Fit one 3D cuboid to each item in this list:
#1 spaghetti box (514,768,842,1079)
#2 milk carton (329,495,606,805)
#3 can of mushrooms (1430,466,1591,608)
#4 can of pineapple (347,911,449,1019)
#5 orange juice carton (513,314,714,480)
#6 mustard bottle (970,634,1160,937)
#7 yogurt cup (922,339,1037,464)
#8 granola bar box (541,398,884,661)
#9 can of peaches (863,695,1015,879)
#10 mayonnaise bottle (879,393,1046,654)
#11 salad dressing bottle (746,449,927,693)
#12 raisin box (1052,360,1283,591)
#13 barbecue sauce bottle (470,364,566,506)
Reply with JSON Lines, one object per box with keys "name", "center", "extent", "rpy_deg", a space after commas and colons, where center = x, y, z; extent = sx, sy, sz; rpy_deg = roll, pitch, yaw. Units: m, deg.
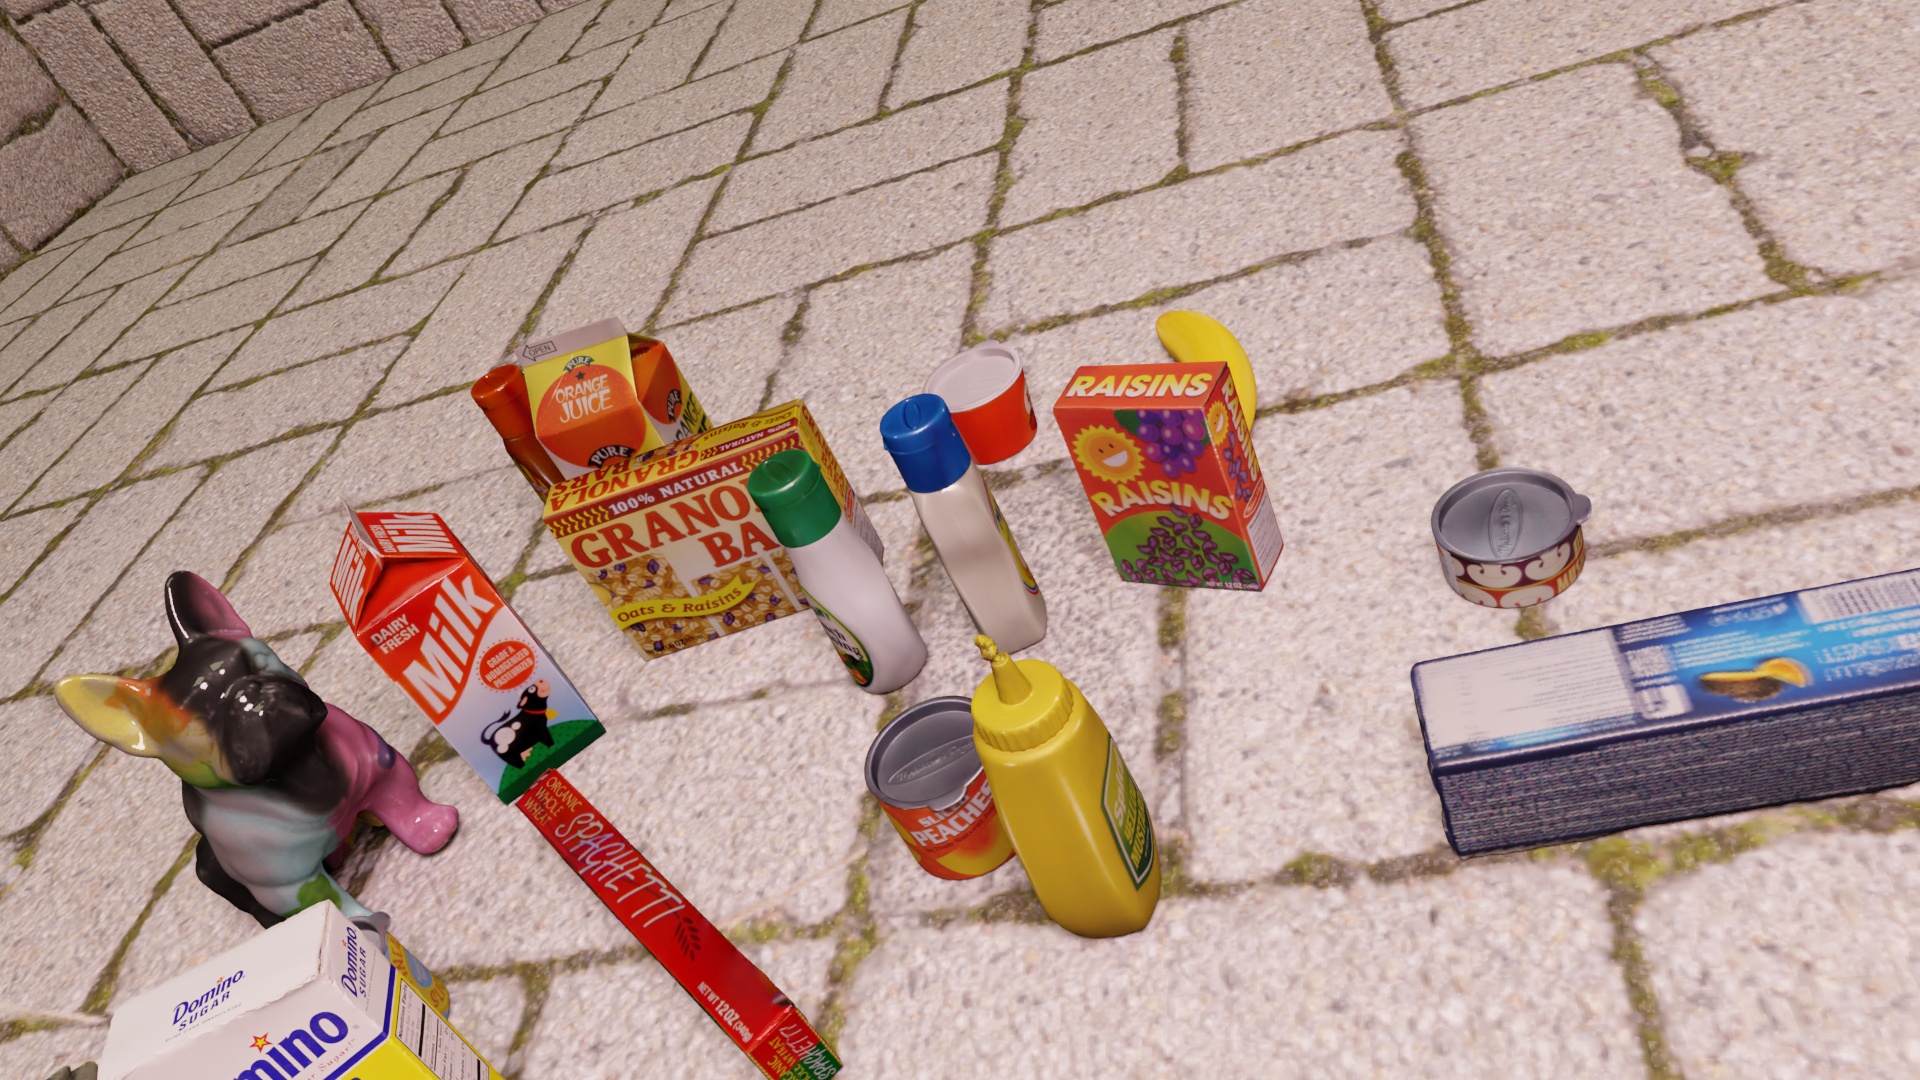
{"name": "spaghetti box", "center": [-0.144, 0.181, 0.667], "extent": [0.029, 0.050, 0.250], "rpy_deg": [-42, 39, -21]}
{"name": "milk carton", "center": [-0.291, 0.055, 0.795], "extent": [0.073, 0.189, 0.072], "rpy_deg": [-38, 37, -15]}
{"name": "can of mushrooms", "center": [0.263, -0.002, 0.660], "extent": [0.071, 0.033, 0.071], "rpy_deg": [-17, 37, 13]}
{"name": "can of pineapple", "center": [-0.298, 0.231, 0.693], "extent": [0.071, 0.057, 0.071], "rpy_deg": [-17, 37, 13]}
{"name": "orange juice carton", "center": [-0.199, -0.054, 0.873], "extent": [0.072, 0.192, 0.073], "rpy_deg": [-16, 37, 14]}
{"name": "mustard bottle", "center": [0.039, 0.096, 0.566], "extent": [0.049, 0.159, 0.066], "rpy_deg": [-12, 38, 20]}
{"name": "yogurt cup", "center": [0.016, -0.086, 0.901], "extent": [0.072, 0.053, 0.073], "rpy_deg": [-17, 37, 13]}
{"name": "granola bar box", "center": [-0.146, -0.003, 0.835], "extent": [0.165, 0.123, 0.039], "rpy_deg": [-18, 36, 11]}
{"name": "can of peaches", "center": [-0.004, 0.118, 0.653], "extent": [0.071, 0.057, 0.071], "rpy_deg": [-17, 37, 13]}
{"name": "mayonnaise bottle", "center": [0.003, -0.009, 0.732], "extent": [0.041, 0.147, 0.065], "rpy_deg": [-22, 36, 6]}
{"name": "salad dressing bottle", "center": [-0.065, 0.018, 0.740], "extent": [0.044, 0.147, 0.064], "rpy_deg": [-37, 37, -15]}
{"name": "raisin box", "center": [0.109, -0.033, 0.717], "extent": [0.086, 0.123, 0.040], "rpy_deg": [4, 45, 35]}
{"name": "barbecue sauce bottle", "center": [-0.281, -0.053, 0.961], "extent": [0.044, 0.148, 0.065], "rpy_deg": [-43, 39, -22]}
